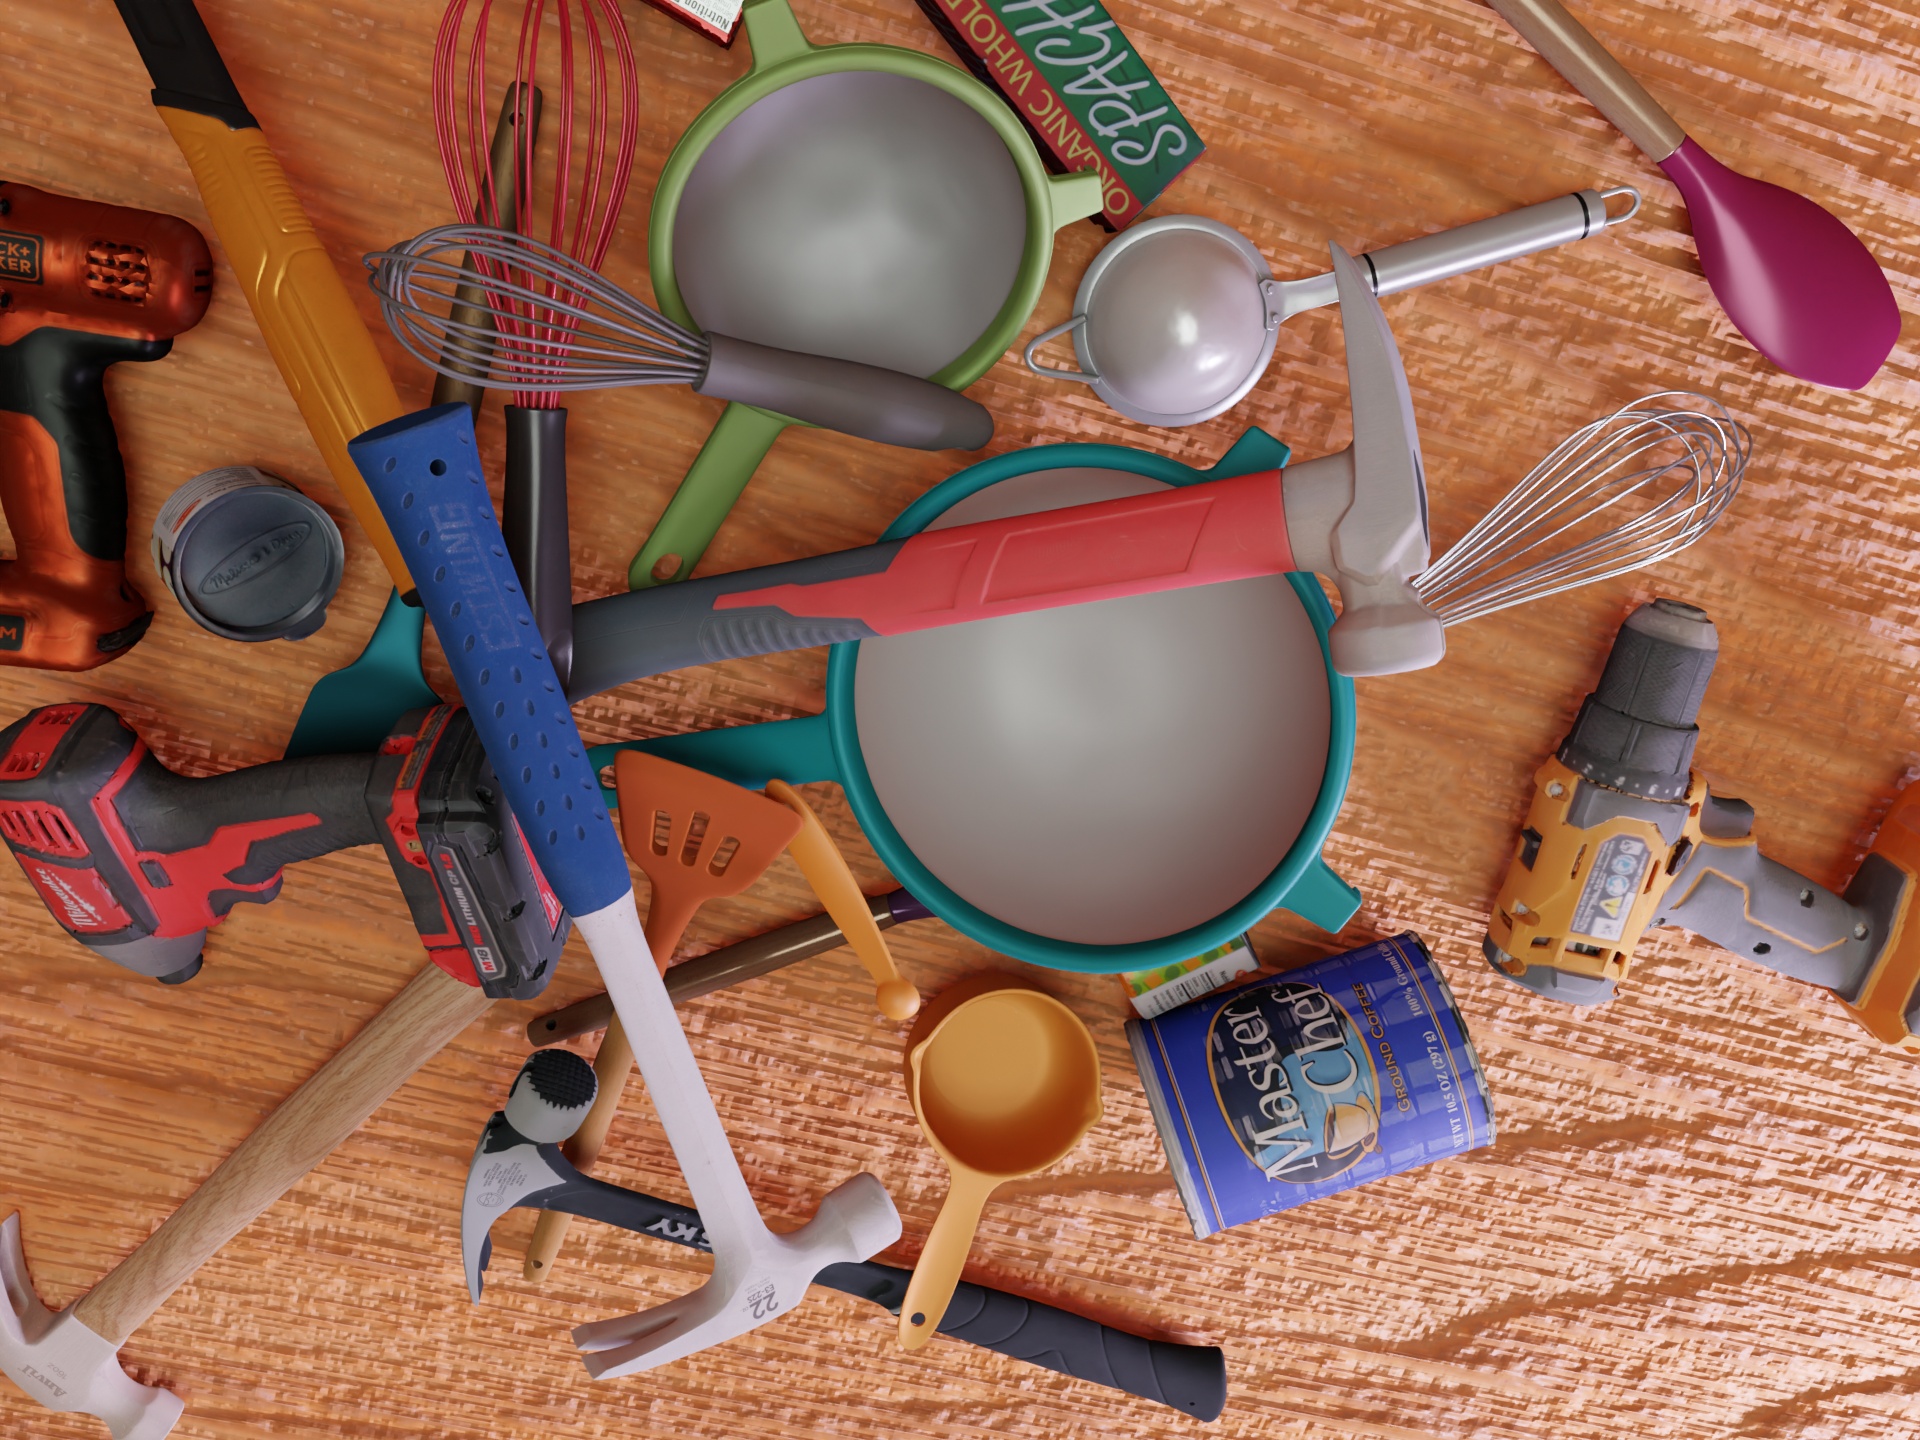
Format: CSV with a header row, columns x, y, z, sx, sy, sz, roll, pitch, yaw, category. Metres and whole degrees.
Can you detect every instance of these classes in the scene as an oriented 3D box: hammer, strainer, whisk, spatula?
x,y,z,sx,sy,sz,roll,pitch,yaw,category
-0.026,-0.066,0.600,0.386,0.038,0.143,-7,95,24,hammer
-0.043,0.277,0.773,0.408,0.036,0.149,24,120,-17,hammer
0.154,-0.178,0.645,0.258,0.050,0.086,-16,116,-1,strainer
-0.268,-0.193,0.574,0.127,0.034,0.337,-26,95,4,hammer
-0.140,0.081,0.611,0.144,0.035,0.405,-26,115,-22,hammer
-0.090,-0.130,0.571,0.238,0.055,0.055,8,110,-29,whisk
0.202,-0.051,0.686,0.284,0.070,0.070,-31,108,13,whisk
-0.155,0.147,0.717,0.081,0.041,0.322,21,115,-5,spatula
-0.055,0.092,0.730,0.316,0.018,0.060,-21,66,7,spatula
-0.215,-0.101,0.658,0.082,0.044,0.317,16,103,-8,spatula
-0.001,-0.002,0.679,0.340,0.095,0.211,-8,100,21,strainer
-0.072,-0.156,0.632,0.151,0.069,0.256,18,127,-30,strainer
-0.338,0.216,0.755,0.331,0.031,0.130,-43,107,10,hammer
-0.160,-0.137,0.599,0.073,0.073,0.295,3,104,-5,whisk

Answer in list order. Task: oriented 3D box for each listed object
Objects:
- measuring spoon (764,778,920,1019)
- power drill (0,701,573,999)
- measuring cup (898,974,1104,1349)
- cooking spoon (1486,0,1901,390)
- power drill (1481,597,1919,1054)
x,y,z,sx,sy,sz,roll,pitch,yaw,category
-0.051,0.076,0.659,0.021,0.011,0.117,-24,100,30,measuring spoon
-0.280,0.059,0.670,0.219,0.079,0.143,-1,130,5,power drill
0.002,0.202,0.740,0.095,0.052,0.173,20,92,-12,measuring cup
0.265,-0.245,0.633,0.318,0.017,0.069,37,83,-12,cooking spoon
0.370,0.052,0.719,0.226,0.084,0.185,11,107,-3,power drill
